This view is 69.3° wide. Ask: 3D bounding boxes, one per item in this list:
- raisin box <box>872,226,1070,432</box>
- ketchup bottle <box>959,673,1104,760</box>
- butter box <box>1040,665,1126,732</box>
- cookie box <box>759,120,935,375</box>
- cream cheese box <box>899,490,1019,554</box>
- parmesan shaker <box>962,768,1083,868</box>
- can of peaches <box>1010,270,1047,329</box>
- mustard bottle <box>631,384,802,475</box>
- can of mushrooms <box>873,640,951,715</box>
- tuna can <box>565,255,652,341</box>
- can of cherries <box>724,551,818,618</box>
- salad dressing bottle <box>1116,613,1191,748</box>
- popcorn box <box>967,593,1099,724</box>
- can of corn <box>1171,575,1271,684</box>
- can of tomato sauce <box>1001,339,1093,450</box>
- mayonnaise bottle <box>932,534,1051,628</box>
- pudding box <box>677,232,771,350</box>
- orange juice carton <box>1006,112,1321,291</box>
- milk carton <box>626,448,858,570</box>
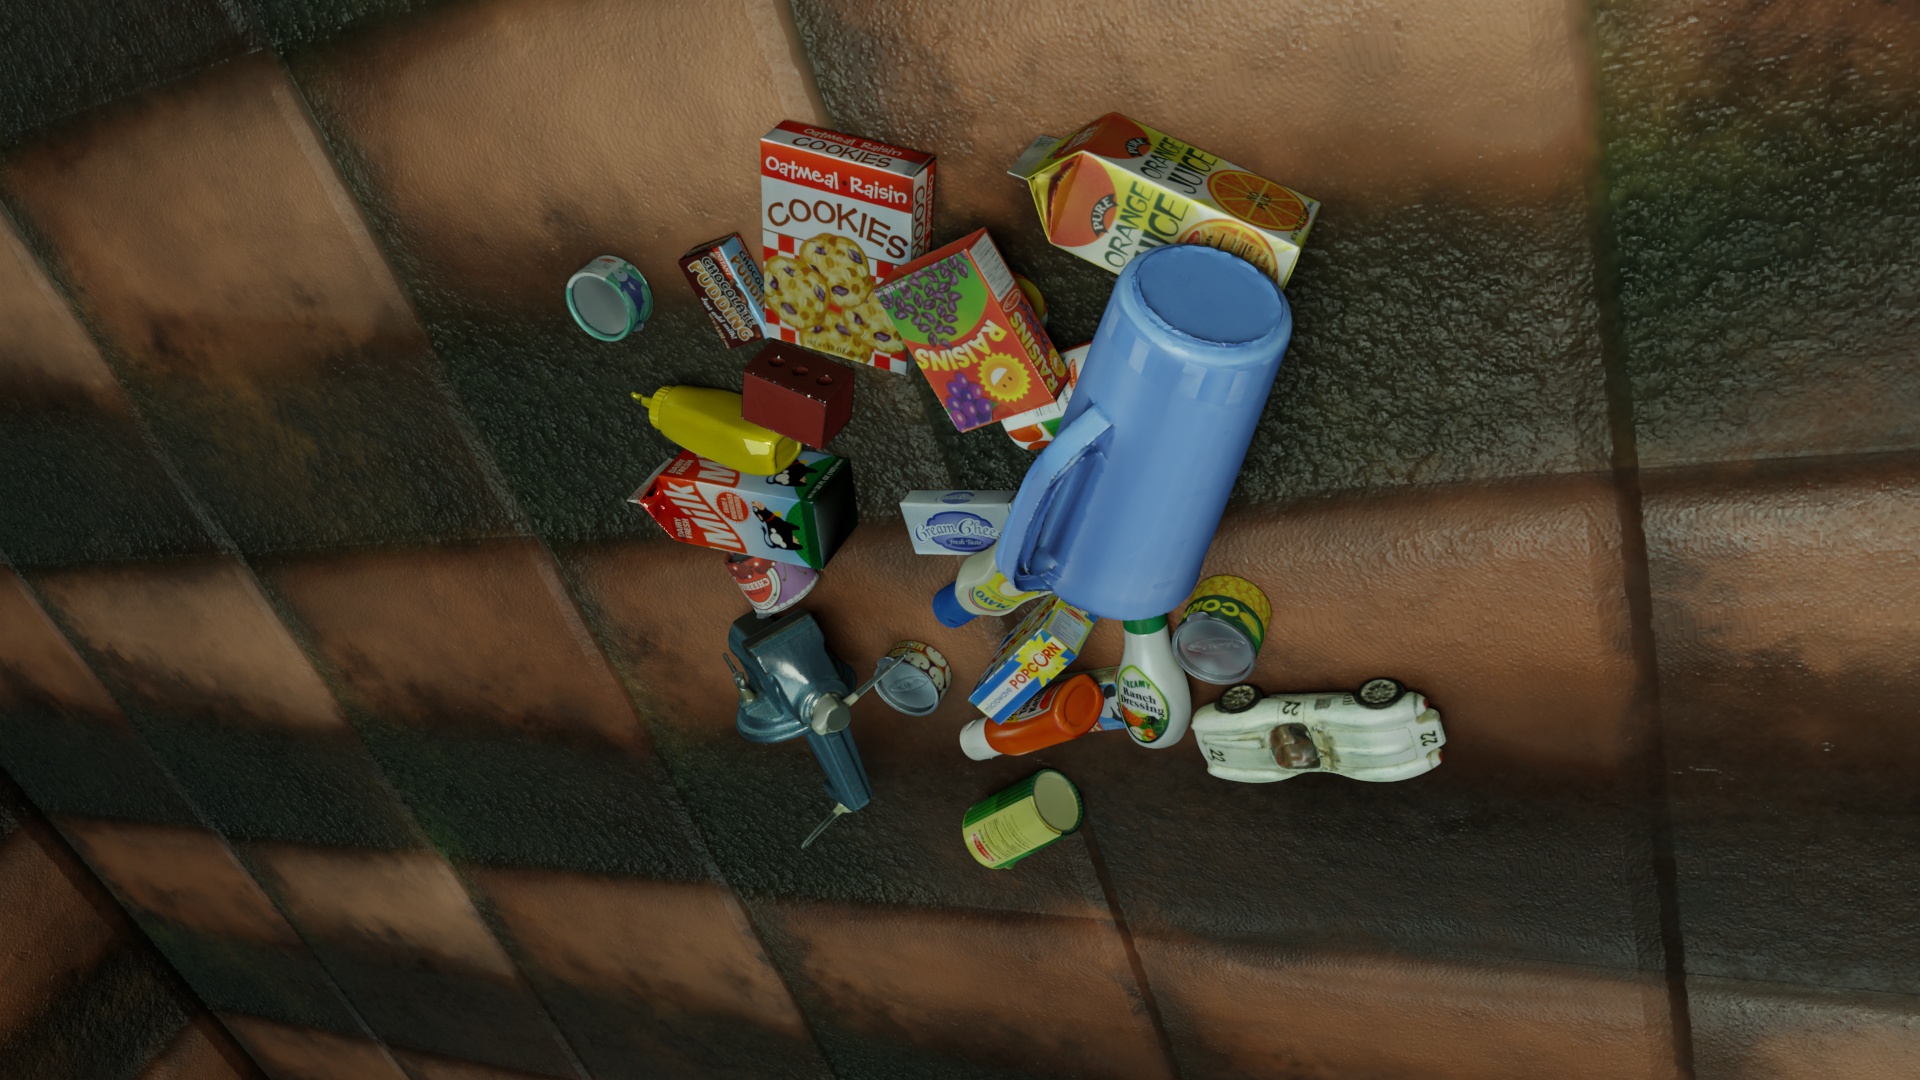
[{"bbox_3d":[0.009,-0.143,0.964,0.086,0.040,0.123,-16,117,35],"label":"raisin box"},{"bbox_3d":[0.057,0.160,1.207,0.043,0.065,0.148,53,139,-8],"label":"ketchup bottle"},{"bbox_3d":[0.106,0.143,1.227,0.103,0.024,0.053,-13,117,34],"label":"butter box"},{"bbox_3d":[-0.085,-0.218,1.038,0.123,0.040,0.166,18,132,15],"label":"cookie box"},{"bbox_3d":[0.004,-0.015,1.158,0.104,0.024,0.053,1,125,27],"label":"cream cheese box"},{"bbox_3d":[0.061,0.266,1.316,0.071,0.072,0.102,45,131,-10],"label":"parmesan shaker"},{"bbox_3d":[0.022,-0.158,1.014,0.071,0.058,0.070,15,130,18],"label":"can of peaches"},{"bbox_3d":[-0.213,-0.101,1.182,0.160,0.066,0.048,19,126,21],"label":"mustard bottle"},{"bbox_3d":[-0.045,0.125,1.286,0.071,0.034,0.070,15,131,18],"label":"can of mushrooms"},{"bbox_3d":[-0.294,-0.200,1.165,0.071,0.033,0.070,14,130,18],"label":"tuna can"},{"bbox_3d":[-0.172,0.026,1.250,0.071,0.072,0.058,-13,117,35],"label":"can of cherries"},{"bbox_3d":[0.156,0.100,1.145,0.064,0.044,0.147,16,126,43],"label":"salad dressing bottle"},{"bbox_3d":[0.065,0.090,1.165,0.038,0.085,0.126,39,133,-3],"label":"popcorn box"},{"bbox_3d":[0.205,0.067,1.092,0.071,0.058,0.070,14,130,18],"label":"can of corn"},{"bbox_3d":[0.079,-0.106,1.021,0.083,0.071,0.071,-14,117,36],"label":"can of tomato sauce"},{"bbox_3d":[0.031,0.033,1.138,0.065,0.041,0.147,29,145,-22],"label":"mayonnaise bottle"},{"bbox_3d":[-0.182,-0.198,1.110,0.049,0.030,0.083,-10,119,32],"label":"pudding box"},{"bbox_3d":[0.128,-0.215,0.906,0.193,0.072,0.072,26,133,7],"label":"orange juice carton"},{"bbox_3d":[-0.192,-0.039,1.210,0.190,0.073,0.073,11,129,20],"label":"milk carton"}]
